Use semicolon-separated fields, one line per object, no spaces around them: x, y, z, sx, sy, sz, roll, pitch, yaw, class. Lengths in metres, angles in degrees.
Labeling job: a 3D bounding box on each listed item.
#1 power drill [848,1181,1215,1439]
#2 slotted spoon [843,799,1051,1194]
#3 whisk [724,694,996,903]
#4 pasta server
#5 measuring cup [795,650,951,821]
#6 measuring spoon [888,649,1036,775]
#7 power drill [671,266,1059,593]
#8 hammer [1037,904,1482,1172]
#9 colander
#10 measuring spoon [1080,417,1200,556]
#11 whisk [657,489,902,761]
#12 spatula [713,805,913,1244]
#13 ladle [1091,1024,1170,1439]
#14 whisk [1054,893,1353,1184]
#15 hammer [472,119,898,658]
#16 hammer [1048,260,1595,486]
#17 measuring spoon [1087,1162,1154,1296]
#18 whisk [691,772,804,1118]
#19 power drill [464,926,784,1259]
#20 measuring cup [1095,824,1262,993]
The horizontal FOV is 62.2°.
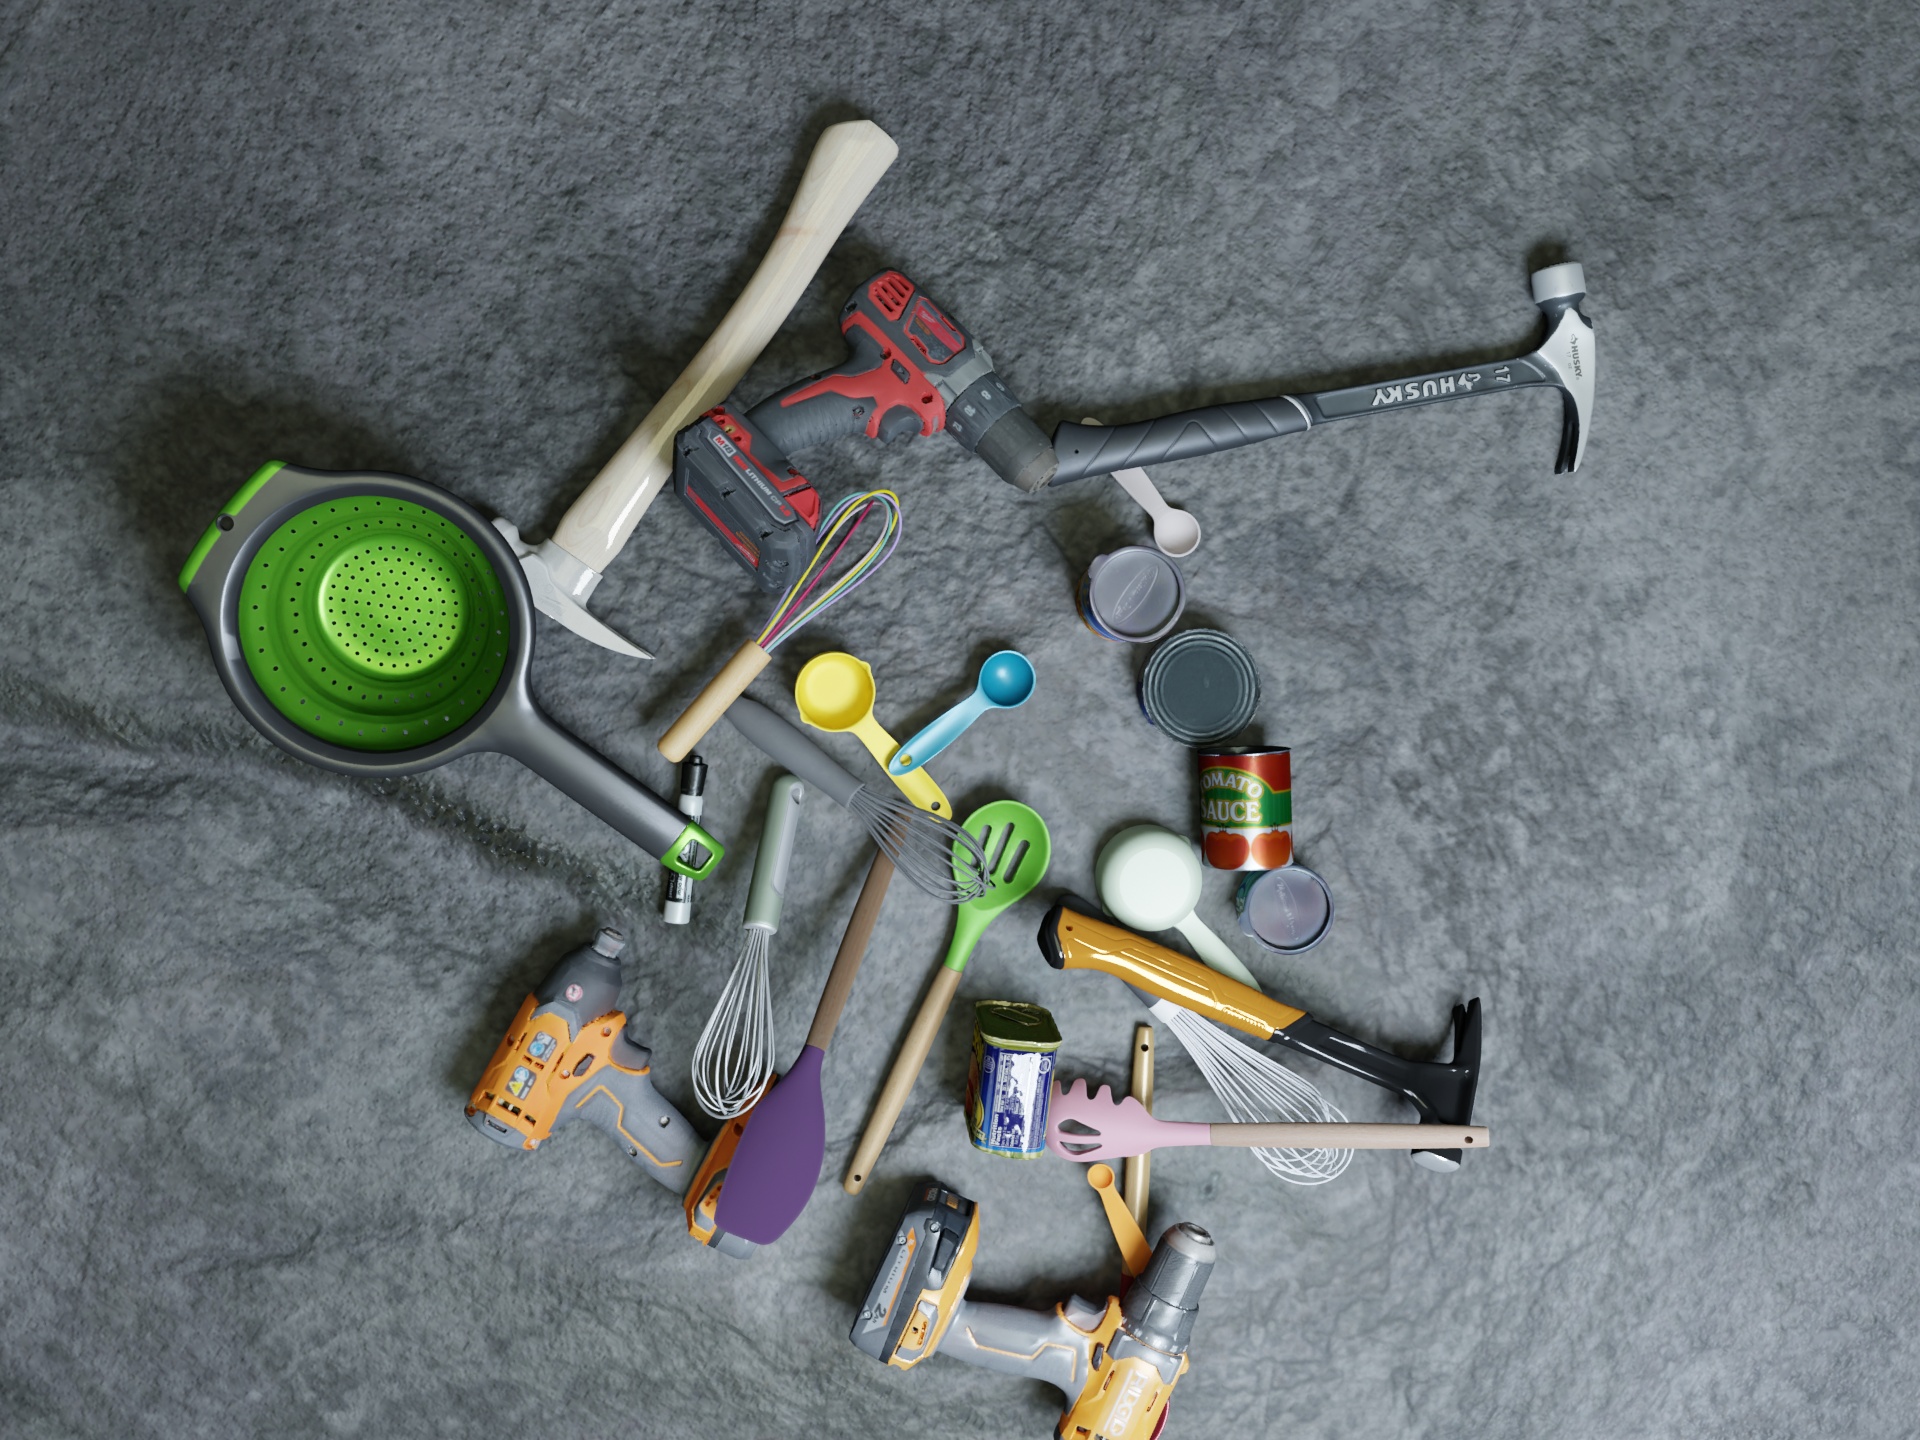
0.057;0.409;1.129;0.226;0.084;0.185;25;94;3;power drill
-0.018;0.202;1.155;0.070;0.031;0.314;24;93;-4;slotted spoon
-0.074;0.051;1.122;0.239;0.055;0.055;36;91;10;whisk
0.204;0.286;1.114;0.316;0.040;0.060;-4;102;16;pasta server
-0.060;0.014;1.149;0.062;0.029;0.156;-41;106;-1;measuring cup
-0.002;-0.004;1.144;0.128;0.021;0.042;-38;102;-3;measuring spoon
-0.061;-0.183;1.075;0.227;0.080;0.188;-41;84;-20;power drill
0.214;0.201;1.128;0.337;0.034;0.127;23;63;-6;hammer
-0.330;-0.022;1.102;0.396;0.094;0.204;38;93;-17;colander
0.127;-0.169;1.152;0.034;0.018;0.124;-38;87;-9;measuring spoon
-0.129;-0.070;1.117;0.051;0.047;0.245;41;86;4;whisk
-0.089;0.203;1.102;0.059;0.018;0.316;23;71;-8;spatula
0.127;0.382;1.172;0.069;0.031;0.315;3;91;1;ladle
0.171;0.230;1.154;0.284;0.070;0.070;44;90;1;whisk
-0.167;-0.239;1.120;0.146;0.038;0.410;36;90;-6;hammer
0.259;-0.219;1.137;0.409;0.036;0.149;-11;95;-4;hammer
0.124;0.374;1.157;0.021;0.011;0.117;-26;90;13;measuring spoon
-0.140;0.151;1.098;0.059;0.057;0.246;-2;65;25;whisk
-0.213;0.259;1.123;0.226;0.084;0.164;29;89;-1;power drill
0.167;0.149;1.154;0.083;0.038;0.167;-41;92;0;measuring cup
